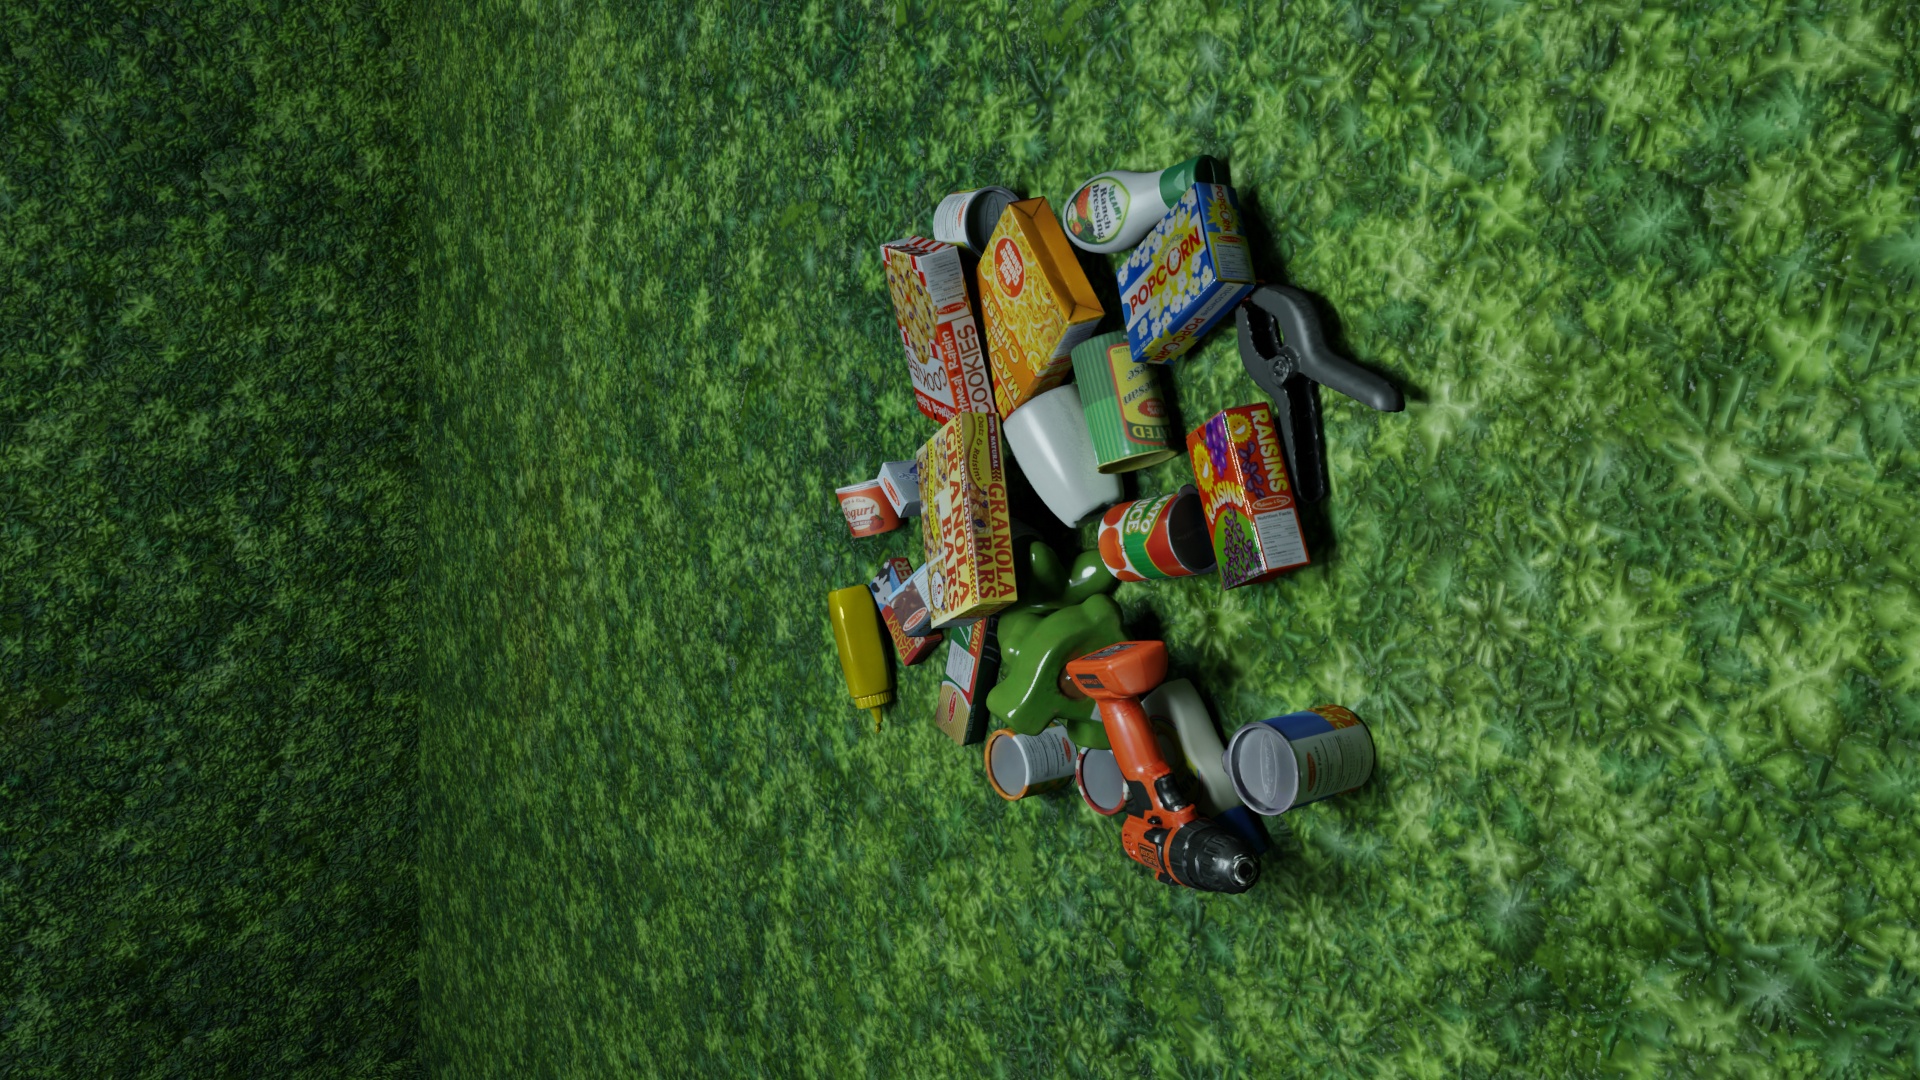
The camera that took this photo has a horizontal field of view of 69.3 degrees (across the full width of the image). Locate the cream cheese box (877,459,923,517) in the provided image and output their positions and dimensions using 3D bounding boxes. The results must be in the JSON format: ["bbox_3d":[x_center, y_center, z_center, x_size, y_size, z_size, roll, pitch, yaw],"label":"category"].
[{"bbox_3d":[-0.021,-0.053,1.306,0.053,0.104,0.024,58,141,32],"label":"cream cheese box"}]

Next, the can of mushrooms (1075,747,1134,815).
[{"bbox_3d":[0.133,0.204,1.196,0.071,0.033,0.071,10,103,52],"label":"can of mushrooms"}]

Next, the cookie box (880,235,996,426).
[{"bbox_3d":[-0.022,-0.189,1.275,0.123,0.040,0.166,-142,35,-65],"label":"cookie box"}]

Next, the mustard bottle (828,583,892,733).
[{"bbox_3d":[-0.103,0.127,1.487,0.065,0.049,0.160,168,89,-75],"label":"mustard bottle"}]

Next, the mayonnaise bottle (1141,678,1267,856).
[{"bbox_3d":[0.192,0.186,1.105,0.148,0.041,0.064,64,147,26],"label":"mayonnaise bottle"}]

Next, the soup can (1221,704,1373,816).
[{"bbox_3d":[0.242,0.156,0.997,0.071,0.084,0.071,11,104,53],"label":"soup can"}]

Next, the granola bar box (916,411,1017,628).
[{"bbox_3d":[0.004,-0.015,1.205,0.124,0.039,0.166,145,122,-66],"label":"granola bar box"}]

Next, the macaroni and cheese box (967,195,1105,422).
[{"bbox_3d":[0.056,-0.195,1.200,0.124,0.040,0.165,66,155,18],"label":"macaroni and cheese box"}]

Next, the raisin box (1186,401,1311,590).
[{"bbox_3d":[0.210,-0.031,1.026,0.086,0.040,0.123,129,129,-76],"label":"raisin box"}]

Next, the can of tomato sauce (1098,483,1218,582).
[{"bbox_3d":[0.159,-0.004,1.100,0.083,0.071,0.071,-11,86,54],"label":"can of tomato sauce"}]

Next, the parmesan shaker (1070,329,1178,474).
[{"bbox_3d":[0.129,-0.112,1.120,0.071,0.071,0.103,-23,76,52],"label":"parmesan shaker"}]

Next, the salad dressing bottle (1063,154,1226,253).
[{"bbox_3d":[0.144,-0.269,1.100,0.147,0.044,0.064,-6,91,54],"label":"salad dressing bottle"}]

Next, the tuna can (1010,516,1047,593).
[{"bbox_3d":[0.045,0.017,1.259,0.033,0.071,0.070,33,121,46],"label":"tuna can"}]

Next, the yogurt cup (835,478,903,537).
[{"bbox_3d":[-0.091,-0.035,1.439,0.072,0.072,0.054,-5,99,54],"label":"yogurt cup"}]

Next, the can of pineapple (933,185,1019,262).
[{"bbox_3d":[0.019,-0.283,1.249,0.058,0.071,0.071,16,108,58],"label":"can of pineapple"}]

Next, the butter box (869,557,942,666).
[{"bbox_3d":[-0.057,0.074,1.441,0.052,0.024,0.104,-53,54,44],"label":"butter box"}]

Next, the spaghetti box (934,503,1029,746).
[{"bbox_3d":[0.019,0.079,1.334,0.050,0.029,0.249,35,122,46],"label":"spaghetti box"}]

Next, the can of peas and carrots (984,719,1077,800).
[{"bbox_3d":[0.062,0.201,1.269,0.071,0.059,0.071,11,103,53],"label":"can of peas and carrots"}]

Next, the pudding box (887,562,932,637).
[{"bbox_3d":[-0.030,0.053,1.376,0.083,0.030,0.050,-43,61,27],"label":"pudding box"}]

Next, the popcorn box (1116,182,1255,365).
[{"bbox_3d":[0.169,-0.200,1.053,0.126,0.038,0.085,135,132,-58],"label":"popcorn box"}]
